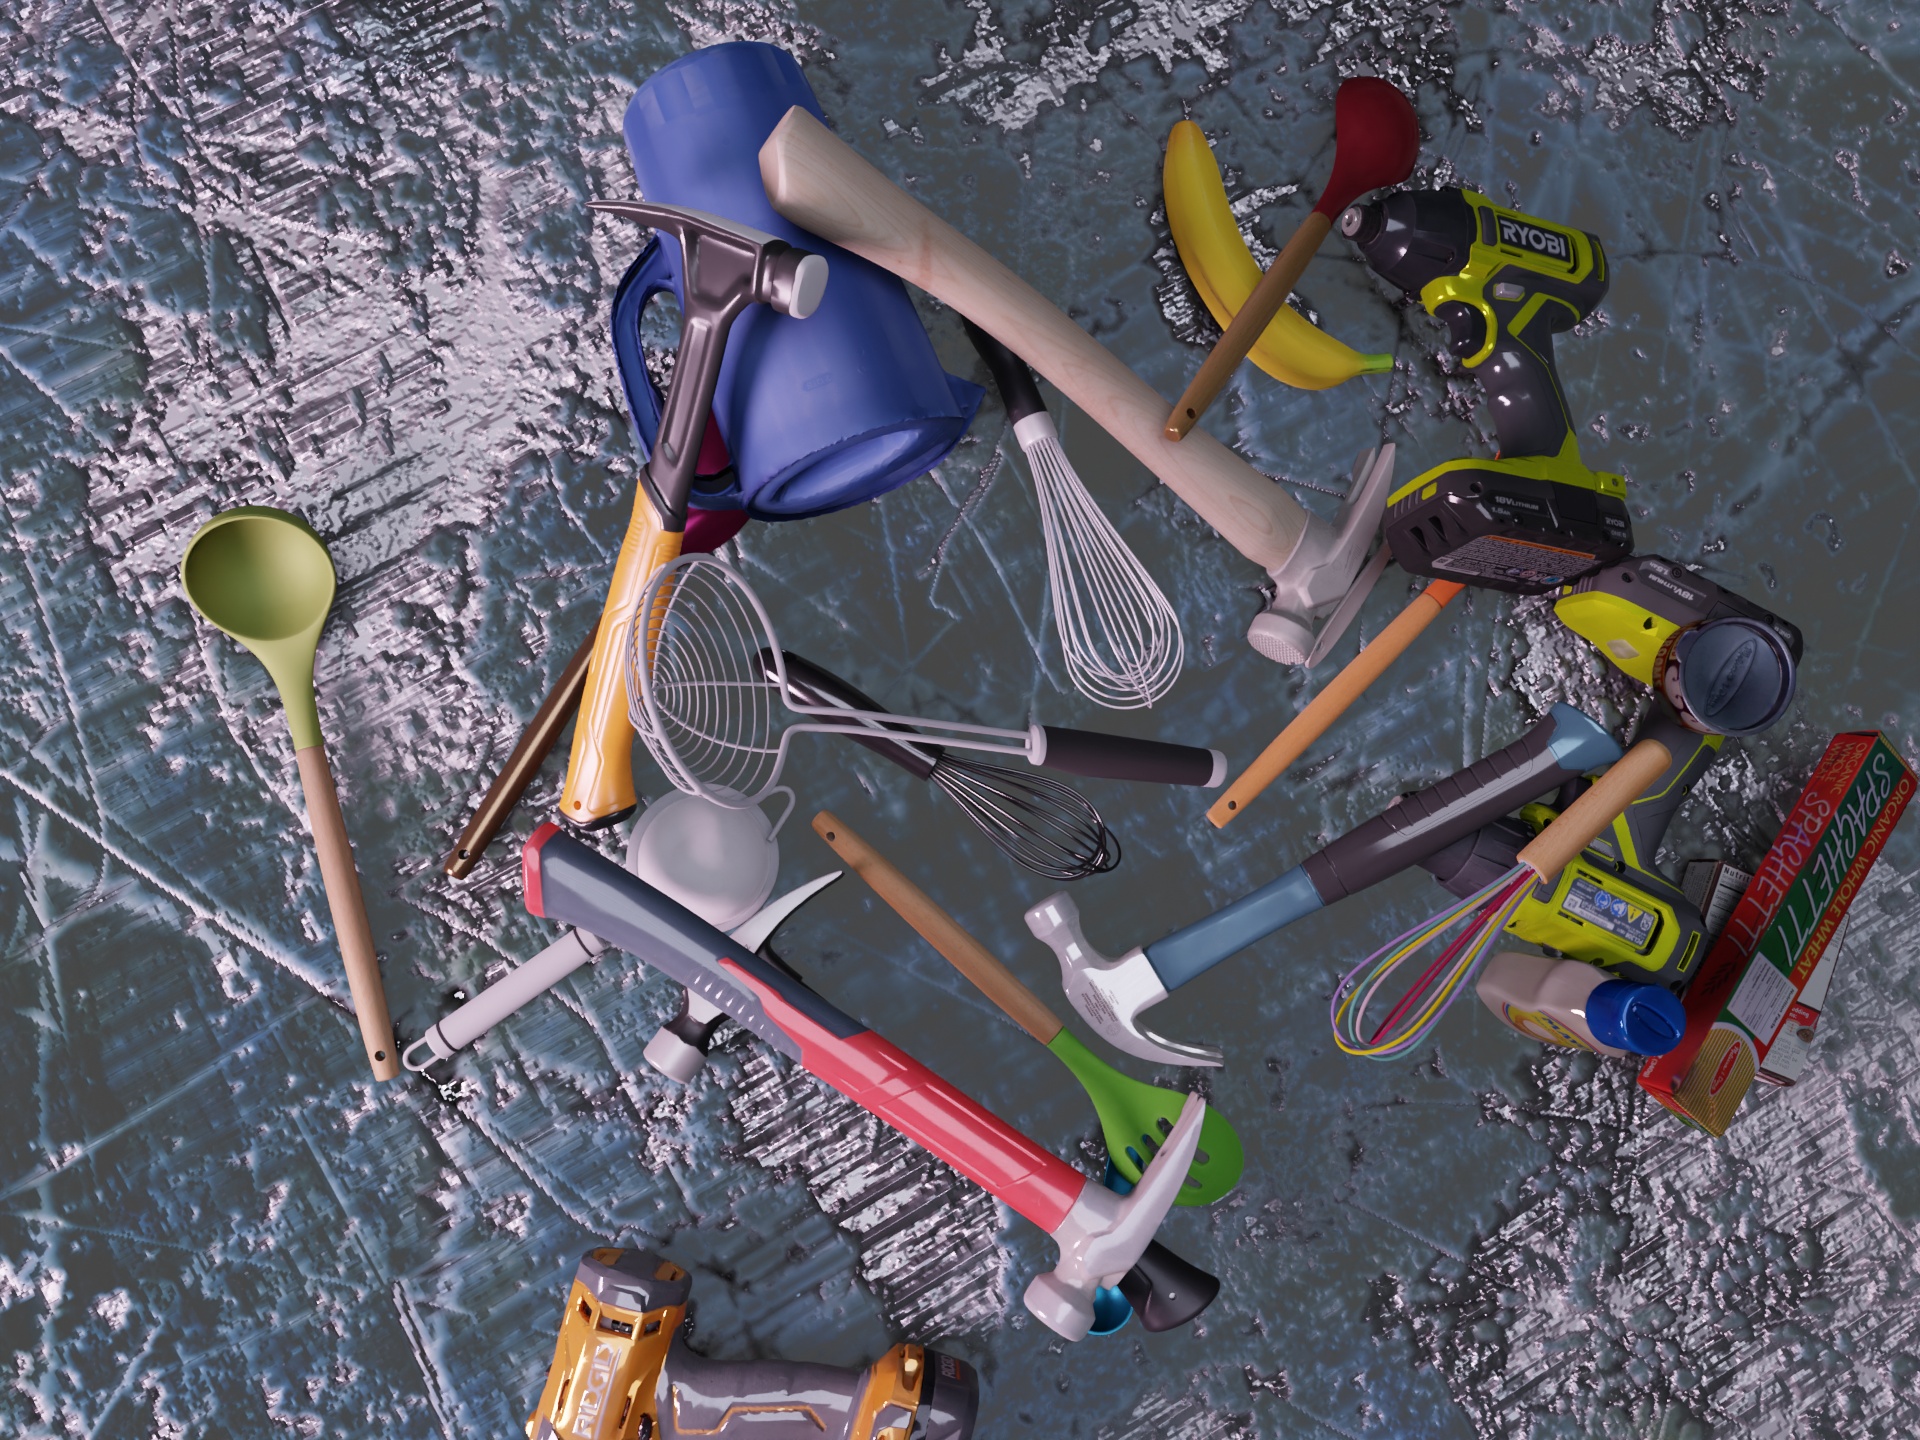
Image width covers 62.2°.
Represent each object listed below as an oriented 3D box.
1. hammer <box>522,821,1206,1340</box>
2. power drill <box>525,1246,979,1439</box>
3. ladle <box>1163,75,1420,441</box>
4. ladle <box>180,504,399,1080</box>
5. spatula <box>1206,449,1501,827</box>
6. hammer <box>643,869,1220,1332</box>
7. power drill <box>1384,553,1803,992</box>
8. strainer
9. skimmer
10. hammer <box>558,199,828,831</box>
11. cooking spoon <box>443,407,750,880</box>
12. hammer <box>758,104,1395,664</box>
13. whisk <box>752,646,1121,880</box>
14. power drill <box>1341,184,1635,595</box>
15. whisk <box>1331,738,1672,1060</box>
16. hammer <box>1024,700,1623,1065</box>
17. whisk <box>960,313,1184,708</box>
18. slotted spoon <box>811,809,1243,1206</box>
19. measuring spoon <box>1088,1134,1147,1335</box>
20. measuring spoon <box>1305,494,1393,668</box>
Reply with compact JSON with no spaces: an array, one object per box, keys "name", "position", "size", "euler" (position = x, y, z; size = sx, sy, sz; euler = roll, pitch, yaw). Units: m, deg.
[{"name":"hammer","position":[-0.058,0.160,0.843],"size":[0.386,0.038,0.143],"euler":[34,83,0]},{"name":"power drill","position":[-0.120,0.399,0.844],"size":[0.226,0.084,0.185],"euler":[16,84,0]},{"name":"ladle","position":[0.193,-0.270,0.910],"size":[0.069,0.031,0.315],"euler":[42,64,-16]},{"name":"ladle","position":[-0.351,0.041,0.863],"size":[0.078,0.062,0.320],"euler":[-14,89,-7]},{"name":"spatula","position":[0.262,-0.053,0.952],"size":[0.322,0.041,0.081],"euler":[-44,92,-4]},{"name":"hammer","position":[0.000,0.222,0.881],"size":[0.335,0.035,0.146],"euler":[36,83,3]},{"name":"power drill","position":[0.369,0.023,0.929],"size":[0.190,0.080,0.228],"euler":[27,85,-3]},{"name":"strainer","position":[-0.197,0.118,0.881],"size":[0.258,0.050,0.086],"euler":[-35,104,-4]},{"name":"skimmer","position":[-0.001,-0.003,0.835],"size":[0.363,0.090,0.127],"euler":[8,67,-23]},{"name":"hammer","position":[-0.168,-0.097,0.835],"size":[0.127,0.034,0.336],"euler":[24,111,17]},{"name":"cooking spoon","position":[-0.201,-0.049,0.904],"size":[0.068,0.017,0.319],"euler":[31,82,-2]},{"name":"hammer","position":[0.072,-0.197,0.867],"size":[0.410,0.038,0.146],"euler":[33,77,-23]},{"name":"whisk","position":[-0.014,0.022,0.906],"size":[0.239,0.055,0.055],"euler":[31,83,2]},{"name":"power drill","position":[0.298,-0.194,0.908],"size":[0.171,0.080,0.223],"euler":[7,71,-23]},{"name":"whisk","position":[0.299,0.099,0.868],"size":[0.245,0.047,0.051],"euler":[-42,86,-5]},{"name":"hammer","position":[0.208,0.084,0.887],"size":[0.331,0.033,0.128],"euler":[-30,89,8]},{"name":"whisk","position":[0.056,-0.138,0.920],"size":[0.070,0.070,0.285],"euler":[-21,82,-7]},{"name":"slotted spoon","position":[0.032,0.161,0.895],"size":[0.314,0.031,0.070],"euler":[43,112,5]},{"name":"measuring spoon","position":[0.086,0.283,0.909],"size":[0.042,0.021,0.129],"euler":[14,75,-2]},{"name":"measuring spoon","position":[0.237,-0.086,0.953],"size":[0.018,0.034,0.124],"euler":[32,87,37]}]
